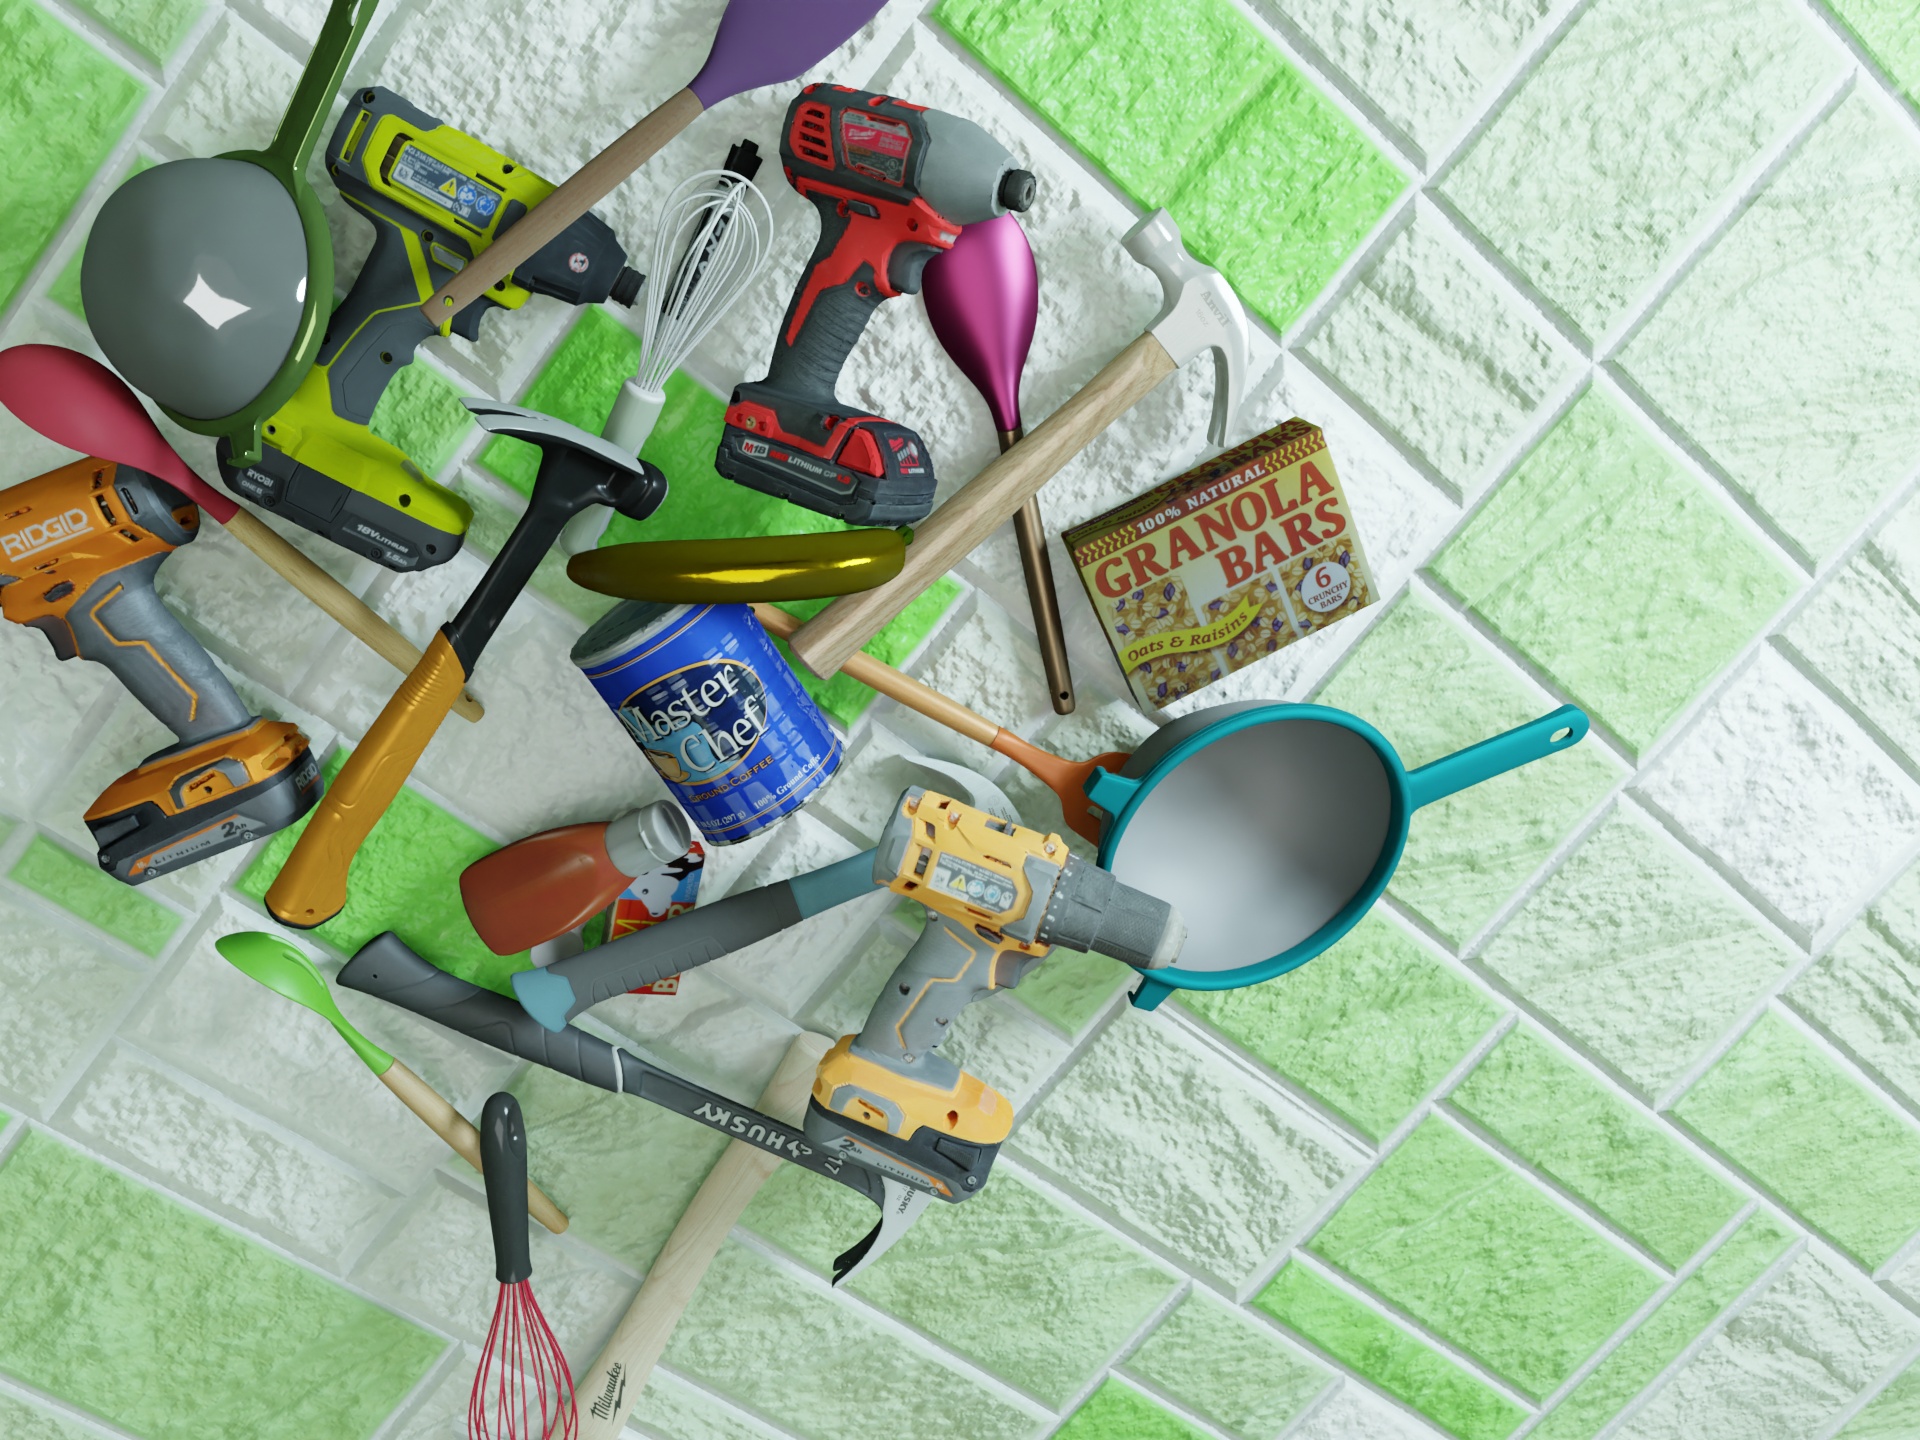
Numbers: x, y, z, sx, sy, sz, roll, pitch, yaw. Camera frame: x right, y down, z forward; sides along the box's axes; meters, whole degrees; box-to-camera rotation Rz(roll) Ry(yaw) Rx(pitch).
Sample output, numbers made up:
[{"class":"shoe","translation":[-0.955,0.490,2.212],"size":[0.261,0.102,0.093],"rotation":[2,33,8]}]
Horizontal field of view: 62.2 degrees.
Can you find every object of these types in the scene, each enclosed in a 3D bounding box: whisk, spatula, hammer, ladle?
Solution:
[{"class":"whisk","translation":[-0.293,0.382,1.048],"size":[0.073,0.073,0.295],"rotation":[-2,103,-7]},{"class":"spatula","translation":[-0.002,-0.003,1.008],"size":[0.322,0.041,0.081],"rotation":[28,102,-12]},{"class":"hammer","translation":[-0.298,-0.020,0.880],"size":[0.337,0.034,0.127],"rotation":[-54,145,12]},{"class":"hammer","translation":[-0.206,0.383,1.106],"size":[0.146,0.038,0.410],"rotation":[28,103,-15]},{"class":"hammer","translation":[0.032,-0.140,0.939],"size":[0.331,0.031,0.130],"rotation":[-41,108,6]},{"class":"hammer","translation":[-0.205,0.238,1.031],"size":[0.409,0.036,0.149],"rotation":[25,103,-8]},{"class":"ladle","translation":[-0.384,-0.095,0.883],"size":[0.031,0.069,0.315],"rotation":[-29,127,21]},{"class":"whisk","translation":[-0.172,-0.191,0.886],"size":[0.059,0.058,0.246],"rotation":[23,119,-15]},{"class":"spatula","translation":[-0.161,-0.314,0.838],"size":[0.316,0.018,0.059],"rotation":[-44,110,-10]},{"class":"hammer","translation":[-0.115,0.118,0.995],"size":[0.331,0.033,0.128],"rotation":[-20,94,-7]}]

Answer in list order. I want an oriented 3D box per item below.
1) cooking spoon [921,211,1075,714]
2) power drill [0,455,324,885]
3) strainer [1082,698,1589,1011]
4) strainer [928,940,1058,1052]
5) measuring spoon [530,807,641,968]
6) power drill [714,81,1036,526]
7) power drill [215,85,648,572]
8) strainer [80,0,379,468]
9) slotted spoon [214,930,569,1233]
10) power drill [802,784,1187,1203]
[{"class":"cooking spoon","translation":[0.035,-0.151,0.962],"size":[0.068,0.017,0.318],"rotation":[-14,110,-4]},{"class":"power drill","translation":[-0.482,-0.027,0.901],"size":[0.164,0.084,0.226],"rotation":[-21,106,0]},{"class":"strainer","translation":[0.229,0.040,1.019],"size":[0.340,0.095,0.210],"rotation":[-20,124,-8]},{"class":"strainer","translation":[-0.016,0.202,1.067],"size":[0.258,0.050,0.086],"rotation":[-49,152,15]},{"class":"measuring spoon","translation":[-0.237,0.107,1.018],"size":[0.034,0.018,0.124],"rotation":[28,97,-33]},{"class":"power drill","translation":[-0.046,-0.224,0.870],"size":[0.143,0.078,0.219],"rotation":[22,107,20]},{"class":"power drill","translation":[-0.290,-0.202,0.869],"size":[0.171,0.080,0.223],"rotation":[27,100,-16]},{"class":"strainer","translation":[-0.368,-0.267,0.793],"size":[0.152,0.069,0.256],"rotation":[39,107,23]},{"class":"slotted spoon","translation":[-0.353,0.236,1.021],"size":[0.031,0.070,0.313],"rotation":[-43,120,-15]},{"class":"power drill","translation":[0.017,0.170,0.947],"size":[0.185,0.084,0.226],"rotation":[20,105,5]}]
